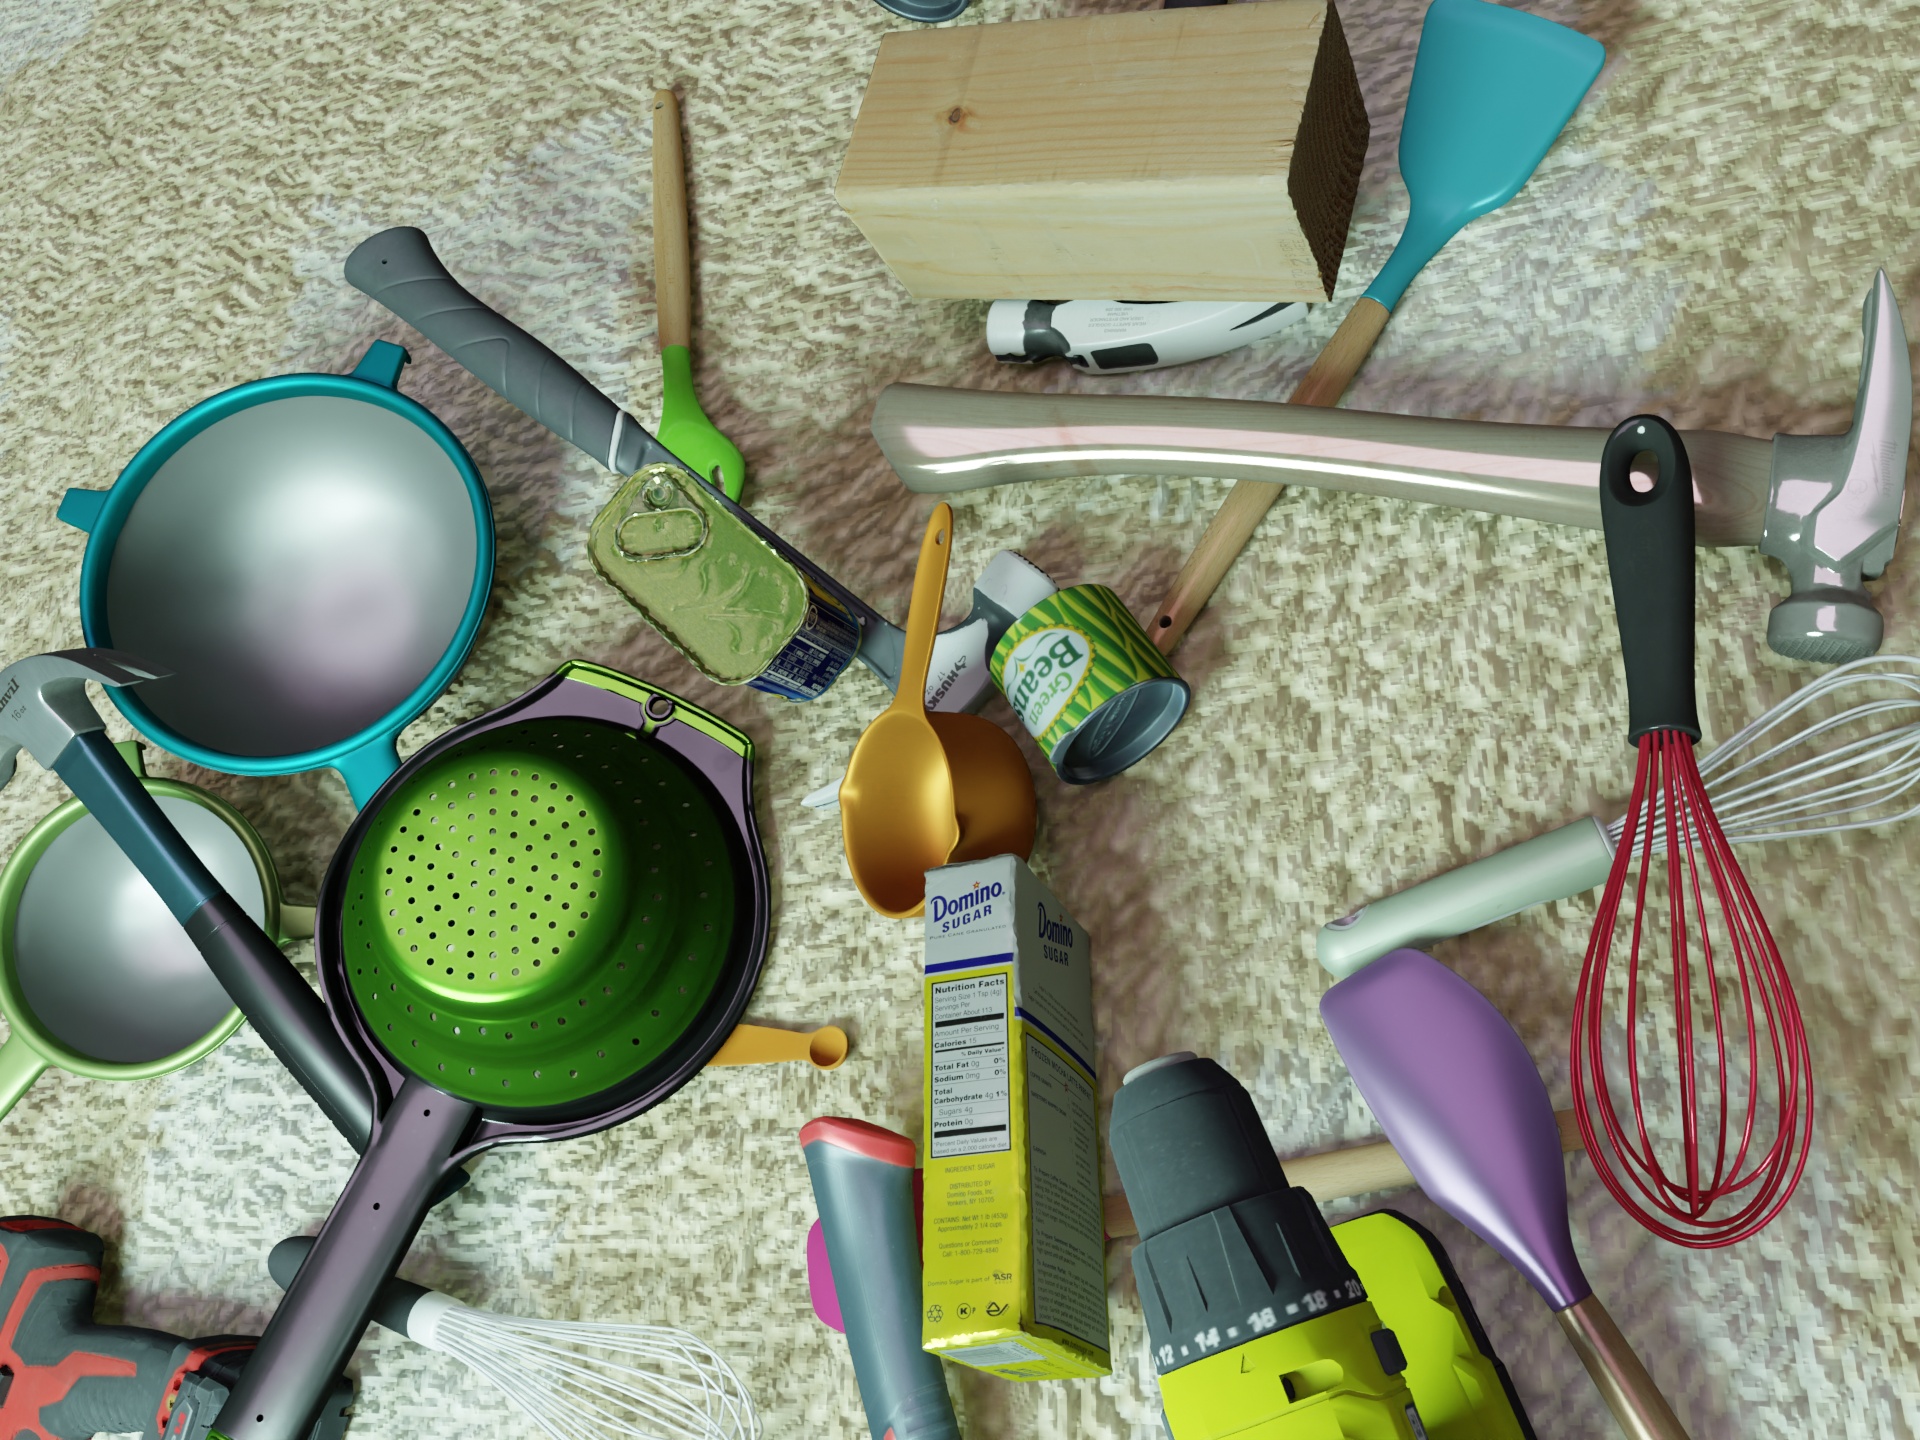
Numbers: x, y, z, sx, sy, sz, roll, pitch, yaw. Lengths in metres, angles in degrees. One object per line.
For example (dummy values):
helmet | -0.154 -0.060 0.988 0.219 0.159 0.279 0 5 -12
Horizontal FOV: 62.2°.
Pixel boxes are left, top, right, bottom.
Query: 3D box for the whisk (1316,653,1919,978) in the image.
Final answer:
whisk | 0.247 0.044 0.587 0.246 0.058 0.059 -25 91 18

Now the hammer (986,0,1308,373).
hammer | 0.115 -0.325 0.777 0.146 0.035 0.335 5 74 25

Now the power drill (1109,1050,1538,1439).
power drill | 0.115 0.203 0.479 0.080 0.228 0.191 -26 64 12

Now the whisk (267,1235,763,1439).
whisk | -0.204 0.269 0.691 0.285 0.070 0.070 8 75 29

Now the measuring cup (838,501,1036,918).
measuring cup | -0.001 -0.002 0.670 0.095 0.052 0.173 13 96 55

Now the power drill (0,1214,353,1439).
power drill | -0.408 0.348 0.735 0.227 0.080 0.188 8 75 28

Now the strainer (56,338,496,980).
strainer | -0.303 -0.011 0.814 0.211 0.095 0.340 -27 77 -3

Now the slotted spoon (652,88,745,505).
slotted spoon | -0.152 -0.219 0.856 0.070 0.031 0.314 -15 65 17

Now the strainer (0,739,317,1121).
strainer | -0.442 0.148 0.813 0.151 0.069 0.256 39 85 9

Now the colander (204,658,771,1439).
colander | -0.223 0.146 0.664 0.204 0.094 0.397 24 74 8

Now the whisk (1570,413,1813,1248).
whisk | 0.239 0.024 0.540 0.073 0.073 0.296 -3 67 22

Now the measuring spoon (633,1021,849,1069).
measuring spoon | -0.100 0.147 0.715 0.117 0.011 0.021 -4 60 25

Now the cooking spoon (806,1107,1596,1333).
cooking spoon | 0.081 0.188 0.618 0.319 0.017 0.069 -17 66 17

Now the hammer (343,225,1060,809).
hammer | -0.153 -0.119 0.770 0.409 0.036 0.149 37 91 16

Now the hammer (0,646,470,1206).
hammer | -0.349 0.101 0.751 0.128 0.033 0.331 -43 84 22

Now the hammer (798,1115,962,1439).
hammer | -0.011 0.340 0.582 0.143 0.038 0.387 -24 68 15

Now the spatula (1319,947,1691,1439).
spatula | 0.223 0.219 0.535 0.060 0.018 0.316 -33 67 12

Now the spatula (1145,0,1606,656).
spatula | 0.164 -0.165 0.695 0.082 0.044 0.317 31 87 24

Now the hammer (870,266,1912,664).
hammer | 0.158 -0.121 0.659 0.411 0.038 0.146 9 82 20
